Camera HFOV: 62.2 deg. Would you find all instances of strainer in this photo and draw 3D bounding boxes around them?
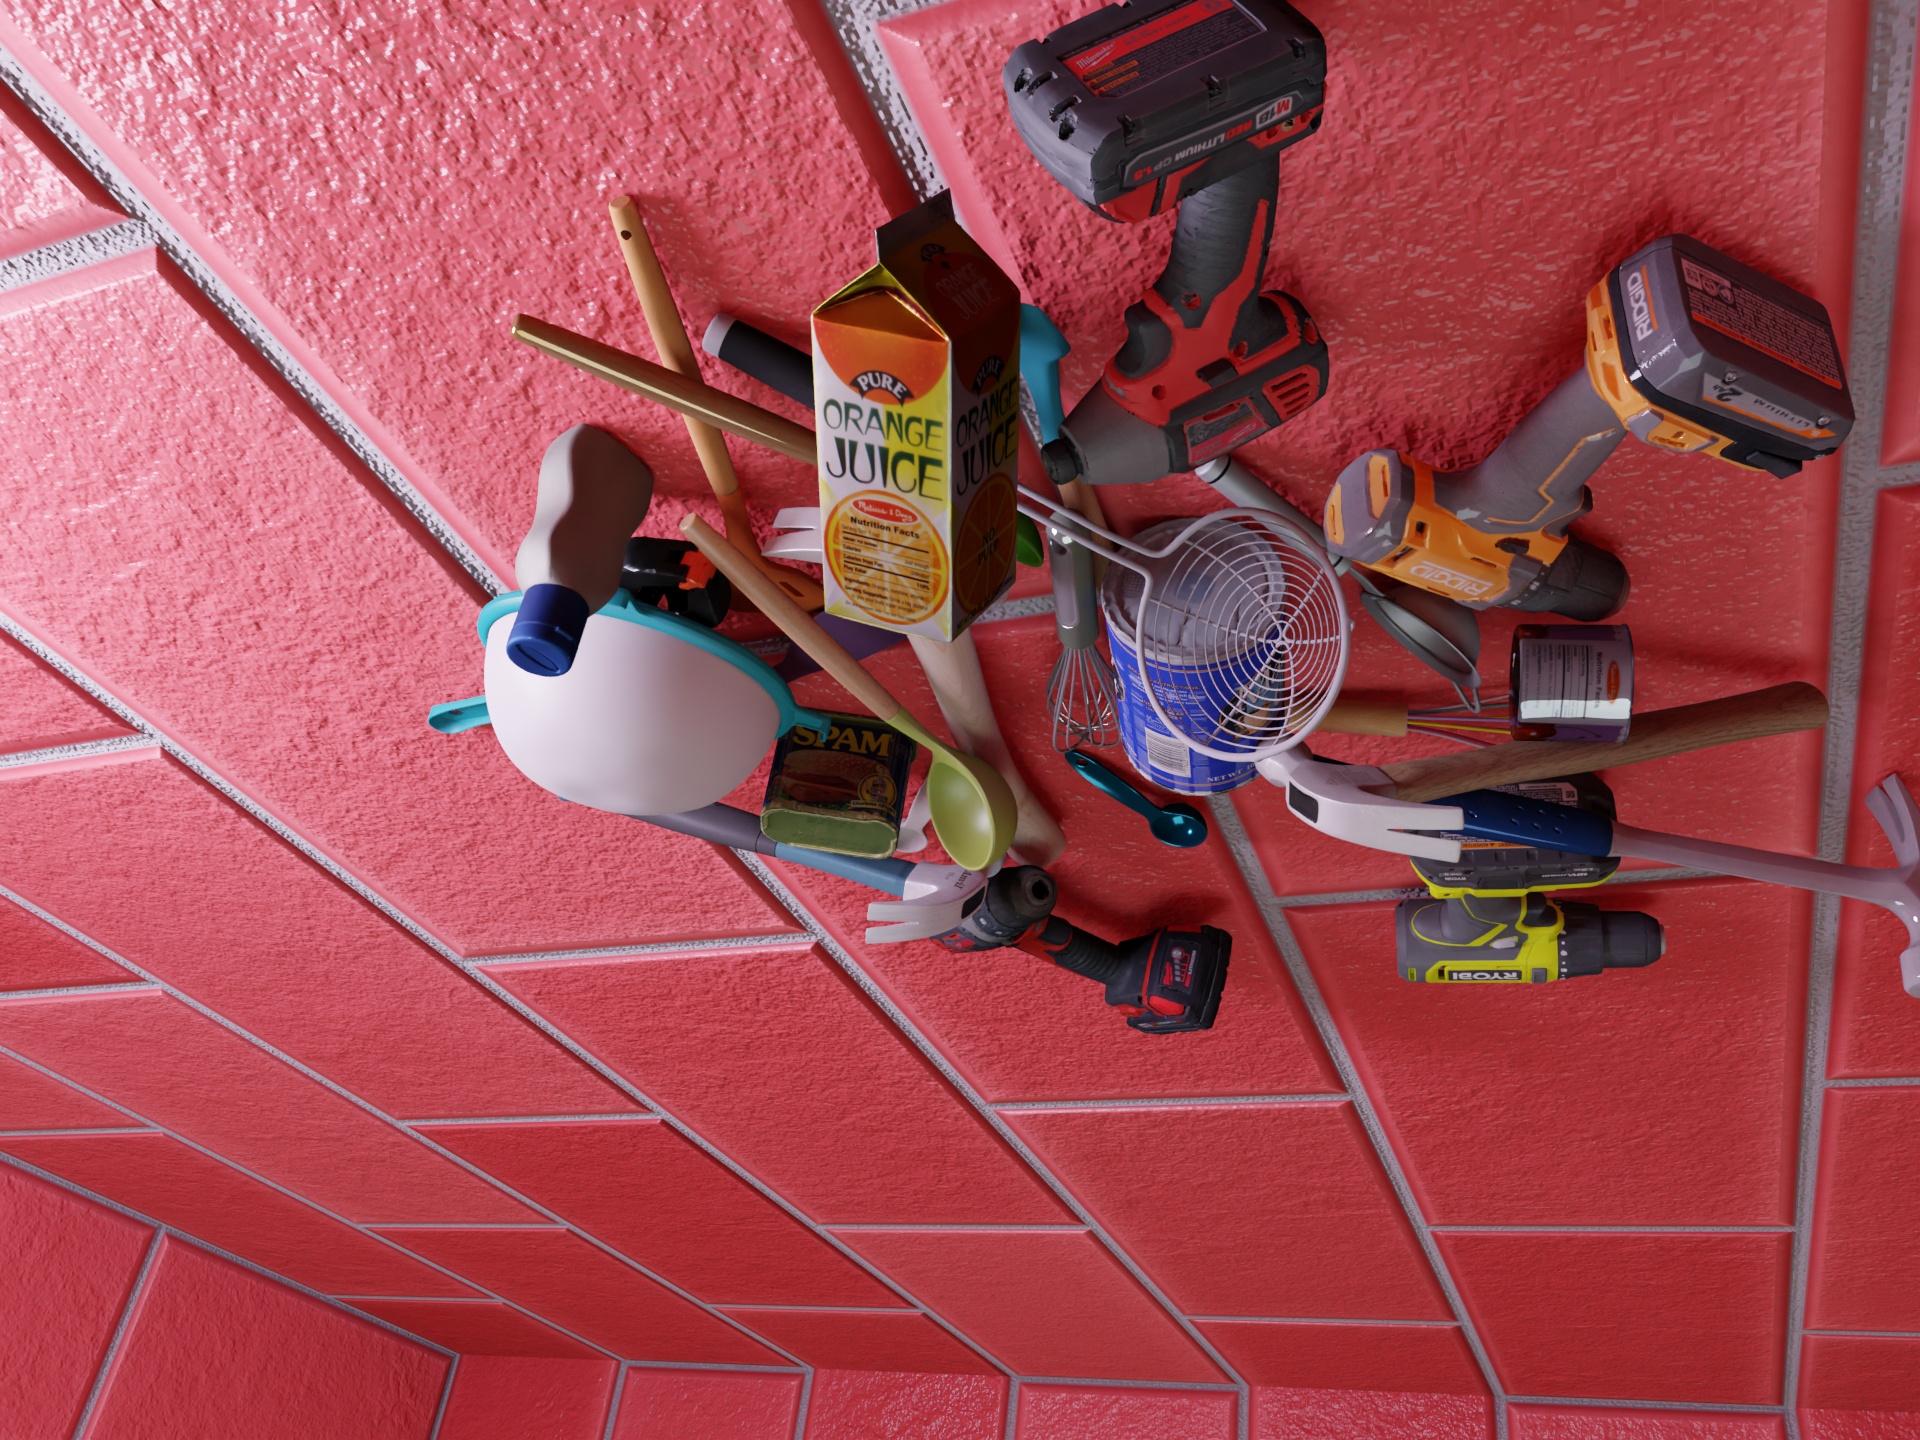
[{"bbox_3d":[0.220,-0.088,0.898,0.258,0.050,0.087,32,-177,-23],"label":"strainer"},{"bbox_3d":[-0.266,0.013,1.057,0.340,0.095,0.210,-8,149,40],"label":"strainer"}]

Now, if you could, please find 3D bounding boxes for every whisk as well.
[{"bbox_3d":[0.307,0.001,1.012,0.245,0.047,0.051,3,135,16],"label":"whisk"},{"bbox_3d":[0.071,-0.048,0.959,0.058,0.059,0.246,38,162,25],"label":"whisk"}]

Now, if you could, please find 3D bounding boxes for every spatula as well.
[{"bbox_3d":[0.055,-0.128,0.872,0.082,0.044,0.317,10,151,27],"label":"spatula"},{"bbox_3d":[-0.143,-0.022,1.091,0.059,0.018,0.316,25,143,-39],"label":"spatula"},{"bbox_3d":[-0.137,-0.156,0.894,0.081,0.041,0.322,0,141,12],"label":"spatula"}]

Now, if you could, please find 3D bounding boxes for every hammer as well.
[{"bbox_3d":[0.346,0.019,0.908,0.331,0.130,0.031,-10,114,-12],"label":"hammer"},{"bbox_3d":[0.419,0.071,1.005,0.405,0.144,0.035,10,148,2],"label":"hammer"},{"bbox_3d":[-0.002,-0.003,1.044,0.146,0.038,0.410,11,154,20],"label":"hammer"},{"bbox_3d":[-0.141,0.085,1.159,0.331,0.128,0.033,15,120,15],"label":"hammer"}]

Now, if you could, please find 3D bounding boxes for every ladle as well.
[{"bbox_3d":[-0.066,-0.011,0.971,0.319,0.062,0.078,44,168,-36],"label":"ladle"}]

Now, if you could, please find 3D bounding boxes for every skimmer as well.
[{"bbox_3d":[0.026,-0.105,0.800,0.363,0.090,0.127,28,116,-1],"label":"skimmer"}]

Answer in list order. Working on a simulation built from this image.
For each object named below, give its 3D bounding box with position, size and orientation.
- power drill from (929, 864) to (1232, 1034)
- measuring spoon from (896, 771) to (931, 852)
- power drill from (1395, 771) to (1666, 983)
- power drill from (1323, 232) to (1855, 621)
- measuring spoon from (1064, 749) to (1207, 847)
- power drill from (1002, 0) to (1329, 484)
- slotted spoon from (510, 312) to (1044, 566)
[{"bbox_3d":[0.097,0.171,1.241,0.226,0.080,0.188,22,160,-14],"label":"power drill"},{"bbox_3d":[-0.026,0.060,1.195,0.034,0.018,0.124,17,138,-12],"label":"measuring spoon"},{"bbox_3d":[0.406,0.123,1.135,0.190,0.080,0.228,-3,147,17],"label":"power drill"},{"bbox_3d":[0.321,-0.122,0.792,0.185,0.084,0.226,15,150,-23],"label":"power drill"},{"bbox_3d":[0.127,0.050,1.146,0.128,0.021,0.042,34,140,-19],"label":"measuring spoon"},{"bbox_3d":[0.090,-0.196,0.695,0.143,0.079,0.219,-27,145,-7],"label":"power drill"},{"bbox_3d":[-0.087,-0.150,0.852,0.313,0.031,0.070,19,180,-24],"label":"slotted spoon"}]
